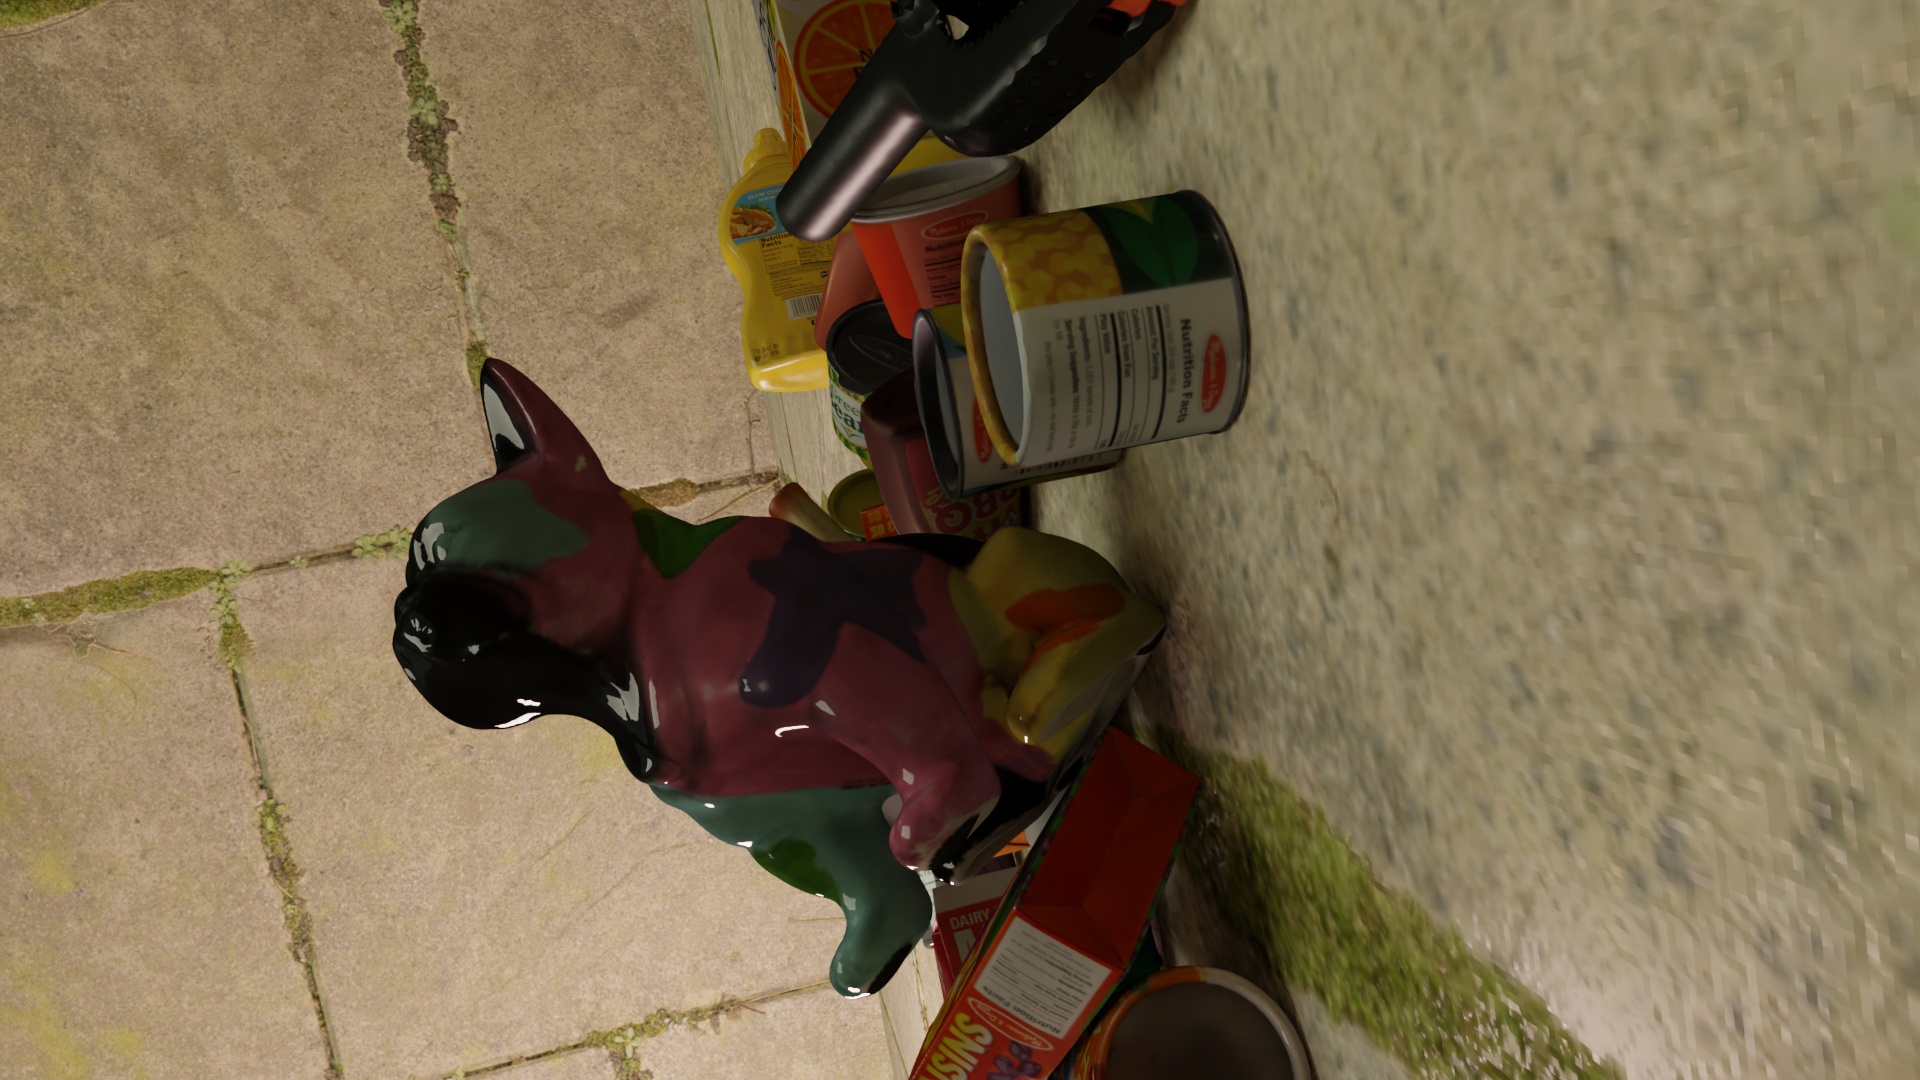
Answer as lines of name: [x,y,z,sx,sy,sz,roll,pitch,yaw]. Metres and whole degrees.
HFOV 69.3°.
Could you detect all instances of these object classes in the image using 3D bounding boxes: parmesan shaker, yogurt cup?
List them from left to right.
parmesan shaker: [-0.047,0.010,0.904,0.071,0.071,0.102,-111,13,-45]
yogurt cup: [-0.005,-0.111,0.528,0.072,0.072,0.053,-123,15,-64]

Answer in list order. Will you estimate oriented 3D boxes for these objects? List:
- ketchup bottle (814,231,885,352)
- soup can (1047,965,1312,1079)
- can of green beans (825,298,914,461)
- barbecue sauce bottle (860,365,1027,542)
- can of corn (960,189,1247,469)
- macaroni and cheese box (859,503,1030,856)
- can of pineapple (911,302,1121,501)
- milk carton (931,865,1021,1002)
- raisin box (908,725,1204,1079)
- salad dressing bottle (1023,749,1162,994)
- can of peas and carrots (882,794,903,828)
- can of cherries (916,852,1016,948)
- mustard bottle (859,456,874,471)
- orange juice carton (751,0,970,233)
ketchup bottle: [-0.045,-0.149,0.733,0.065,0.043,0.148,-61,2,-20]
soup can: [0.064,0.173,0.433,0.083,0.071,0.071,102,155,-66]
can of green beans: [-0.035,-0.082,0.718,0.057,0.071,0.071,92,164,-53]
barbecue sauce bottle: [0.002,-0.008,0.616,0.044,0.065,0.147,39,152,46]
can of corn: [0.035,-0.057,0.372,0.071,0.058,0.071,171,88,-80]
macaroni and cheese box: [-0.004,0.074,0.726,0.123,0.040,0.167,65,-171,-67]
can of pineapple: [0.018,-0.052,0.475,0.071,0.058,0.071,171,88,-80]
milk carton: [0.035,0.247,0.680,0.073,0.072,0.190,-138,37,-74]
raisin box: [0.028,0.133,0.456,0.086,0.040,0.122,-54,-10,-50]
salad dressing bottle: [0.044,0.106,0.543,0.064,0.044,0.147,23,-127,-83]
can of peas and carrots: [-0.019,0.139,0.799,0.059,0.071,0.070,-58,-27,-47]
can of cherries: [0.005,0.207,0.830,0.071,0.071,0.058,103,152,-67]
mustard bottle: [-0.049,-0.084,0.848,0.160,0.049,0.065,-130,31,-72]
orange juice carton: [-0.053,-0.241,0.625,0.072,0.072,0.193,112,146,-71]
